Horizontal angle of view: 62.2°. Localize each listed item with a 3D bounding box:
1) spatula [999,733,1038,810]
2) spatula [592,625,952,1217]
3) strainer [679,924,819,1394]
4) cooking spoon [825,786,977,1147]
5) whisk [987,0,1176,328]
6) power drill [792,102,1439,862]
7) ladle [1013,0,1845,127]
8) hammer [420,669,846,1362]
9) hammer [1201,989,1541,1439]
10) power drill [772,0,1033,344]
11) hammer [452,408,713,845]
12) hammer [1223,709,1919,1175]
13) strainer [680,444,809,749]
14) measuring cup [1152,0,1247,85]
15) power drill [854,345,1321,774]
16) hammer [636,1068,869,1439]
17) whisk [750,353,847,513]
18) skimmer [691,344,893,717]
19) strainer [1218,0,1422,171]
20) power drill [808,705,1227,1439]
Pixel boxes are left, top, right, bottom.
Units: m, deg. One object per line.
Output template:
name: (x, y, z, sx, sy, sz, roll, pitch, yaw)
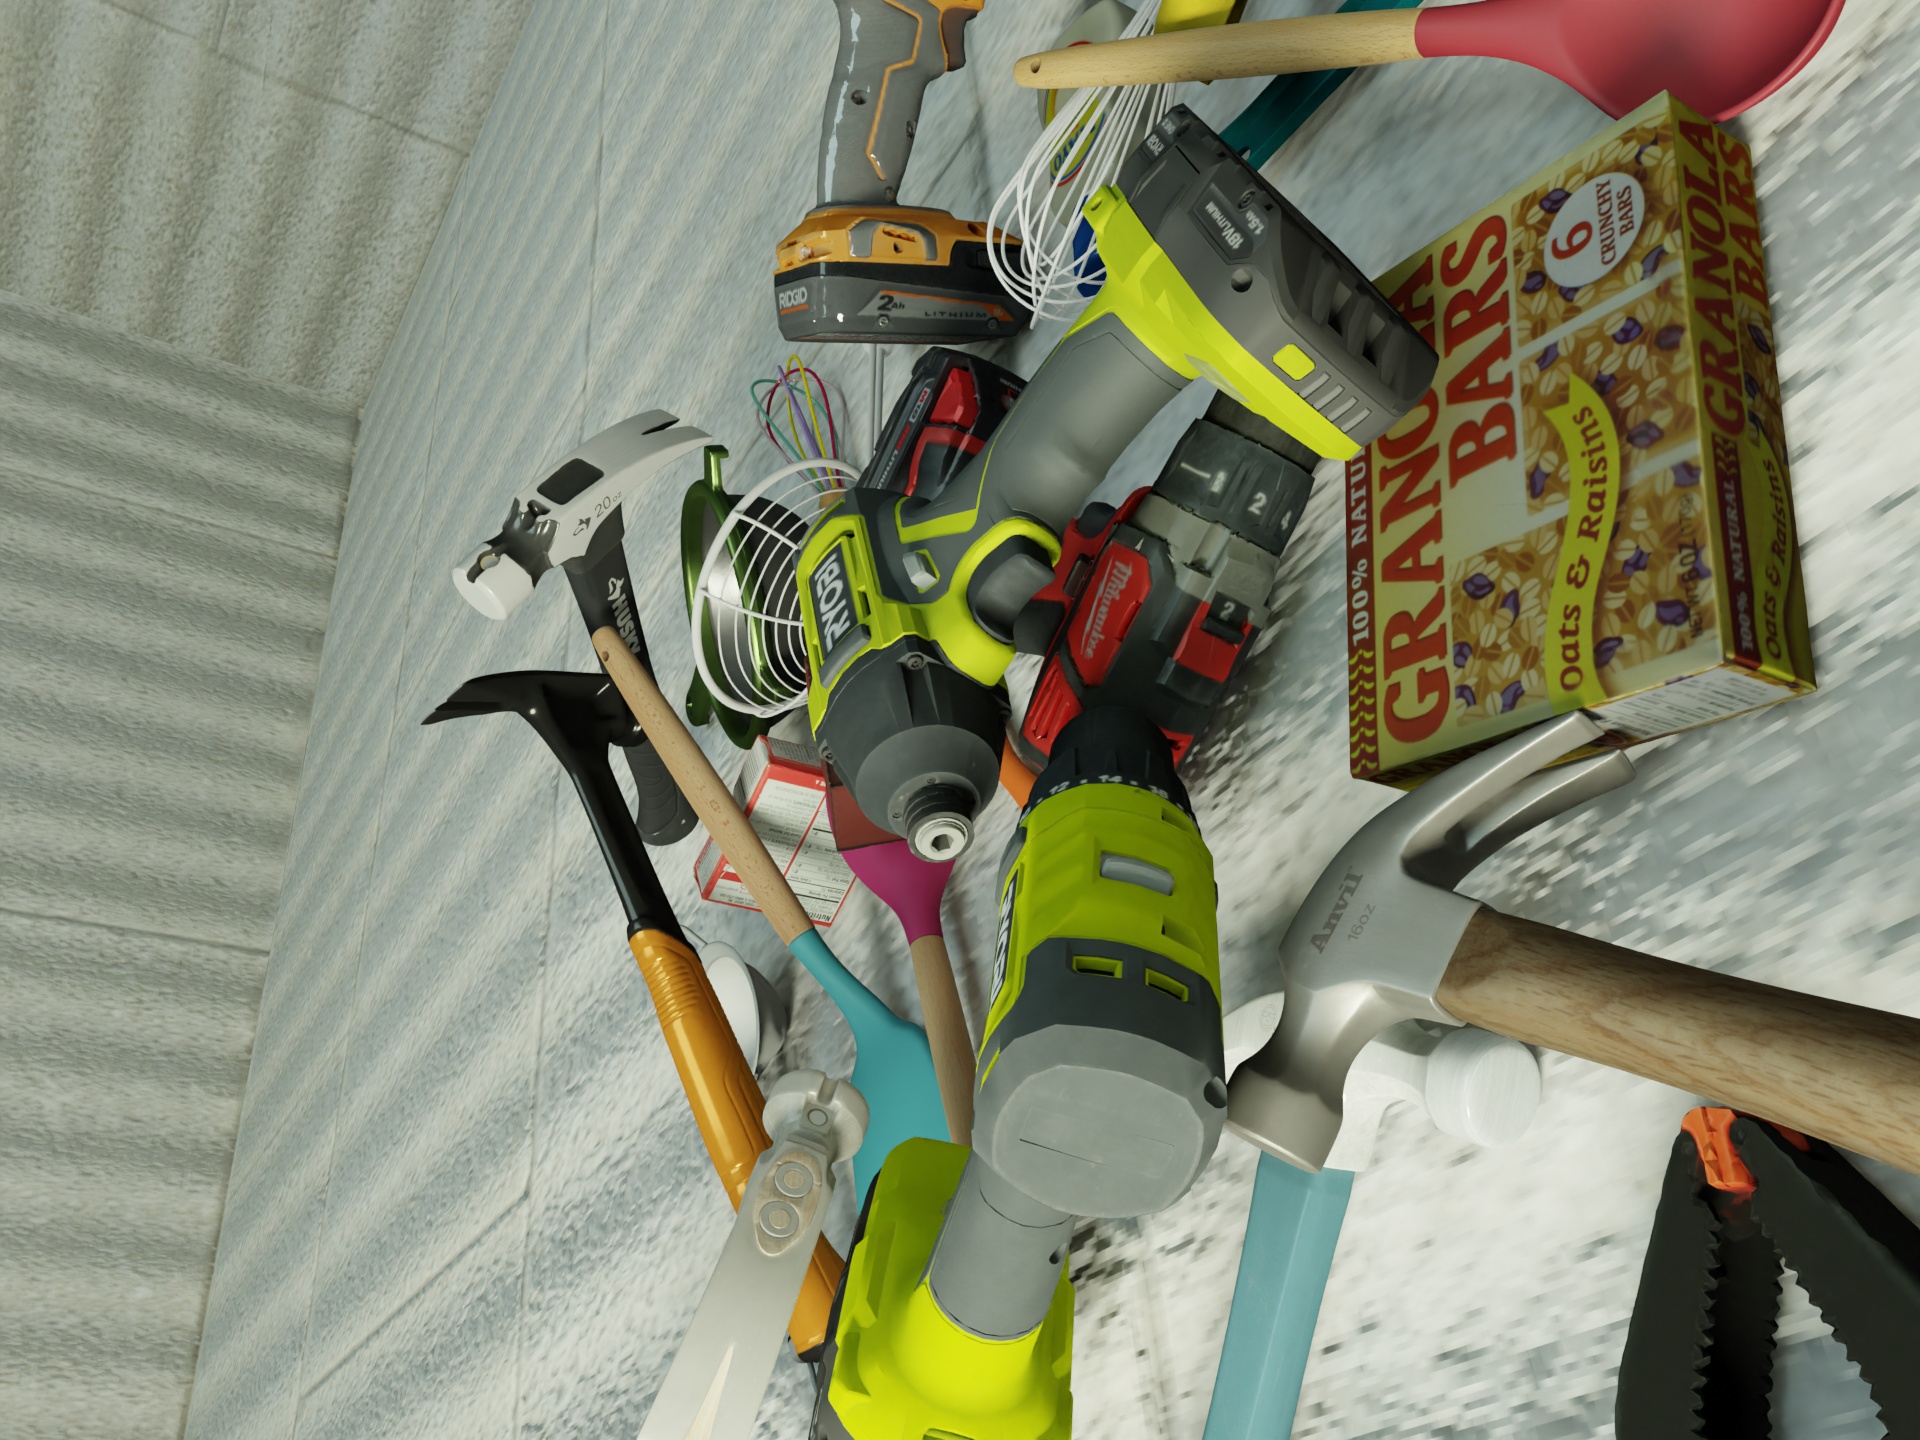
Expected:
spatula: (-0.001, -0.002, 0.712, 0.323, 0.041, 0.081, -115, 24, -53)
spatula: (-0.093, 0.080, 0.732, 0.082, 0.044, 0.318, -47, 71, 33)
strainer: (-0.096, 0.205, 0.781, 0.086, 0.050, 0.259, -60, 37, 36)
cooking spoon: (-0.009, 0.116, 0.672, 0.069, 0.017, 0.319, -23, 52, 9)
whisk: (0.082, -0.284, 0.663, 0.070, 0.070, 0.285, -6, 58, 60)
power drill: (0.034, -0.070, 0.513, 0.223, 0.080, 0.171, -46, 33, 22)
ladle: (0.130, -0.224, 0.526, 0.316, 0.031, 0.069, 18, 101, 45)
hammer: (-0.129, 0.124, 0.715, 0.034, 0.127, 0.337, -36, 72, 26)
hammer: (0.077, 0.240, 0.462, 0.128, 0.033, 0.331, 7, 83, 60)
power drill: (-0.010, -0.303, 0.783, 0.084, 0.185, 0.226, 16, 109, 62)
hammer: (-0.178, -0.026, 0.876, 0.146, 0.035, 0.334, -51, -19, -26)
hammer: (0.194, 0.072, 0.303, 0.331, 0.031, 0.130, 11, 68, 54)
strainer: (-0.119, -0.047, 0.934, 0.256, 0.069, 0.151, 130, 125, -67)
measuring cup: (0.110, -0.312, 0.631, 0.062, 0.029, 0.157, 108, -176, -57)
power drill: (0.049, -0.087, 0.632, 0.188, 0.080, 0.227, -63, 34, 9)
hammer: (-0.119, 0.322, 0.651, 0.146, 0.038, 0.410, -69, -1, -53)
whisk: (-0.078, -0.141, 0.918, 0.047, 0.051, 0.245, -52, 38, 25)
skimmer: (-0.075, -0.161, 0.842, 0.127, 0.090, 0.364, 70, -165, -47)
strainer: (0.161, -0.306, 0.521, 0.340, 0.095, 0.211, -41, 43, 44)
power drill: (0.022, 0.120, 0.501, 0.191, 0.080, 0.228, -79, 5, -60)
